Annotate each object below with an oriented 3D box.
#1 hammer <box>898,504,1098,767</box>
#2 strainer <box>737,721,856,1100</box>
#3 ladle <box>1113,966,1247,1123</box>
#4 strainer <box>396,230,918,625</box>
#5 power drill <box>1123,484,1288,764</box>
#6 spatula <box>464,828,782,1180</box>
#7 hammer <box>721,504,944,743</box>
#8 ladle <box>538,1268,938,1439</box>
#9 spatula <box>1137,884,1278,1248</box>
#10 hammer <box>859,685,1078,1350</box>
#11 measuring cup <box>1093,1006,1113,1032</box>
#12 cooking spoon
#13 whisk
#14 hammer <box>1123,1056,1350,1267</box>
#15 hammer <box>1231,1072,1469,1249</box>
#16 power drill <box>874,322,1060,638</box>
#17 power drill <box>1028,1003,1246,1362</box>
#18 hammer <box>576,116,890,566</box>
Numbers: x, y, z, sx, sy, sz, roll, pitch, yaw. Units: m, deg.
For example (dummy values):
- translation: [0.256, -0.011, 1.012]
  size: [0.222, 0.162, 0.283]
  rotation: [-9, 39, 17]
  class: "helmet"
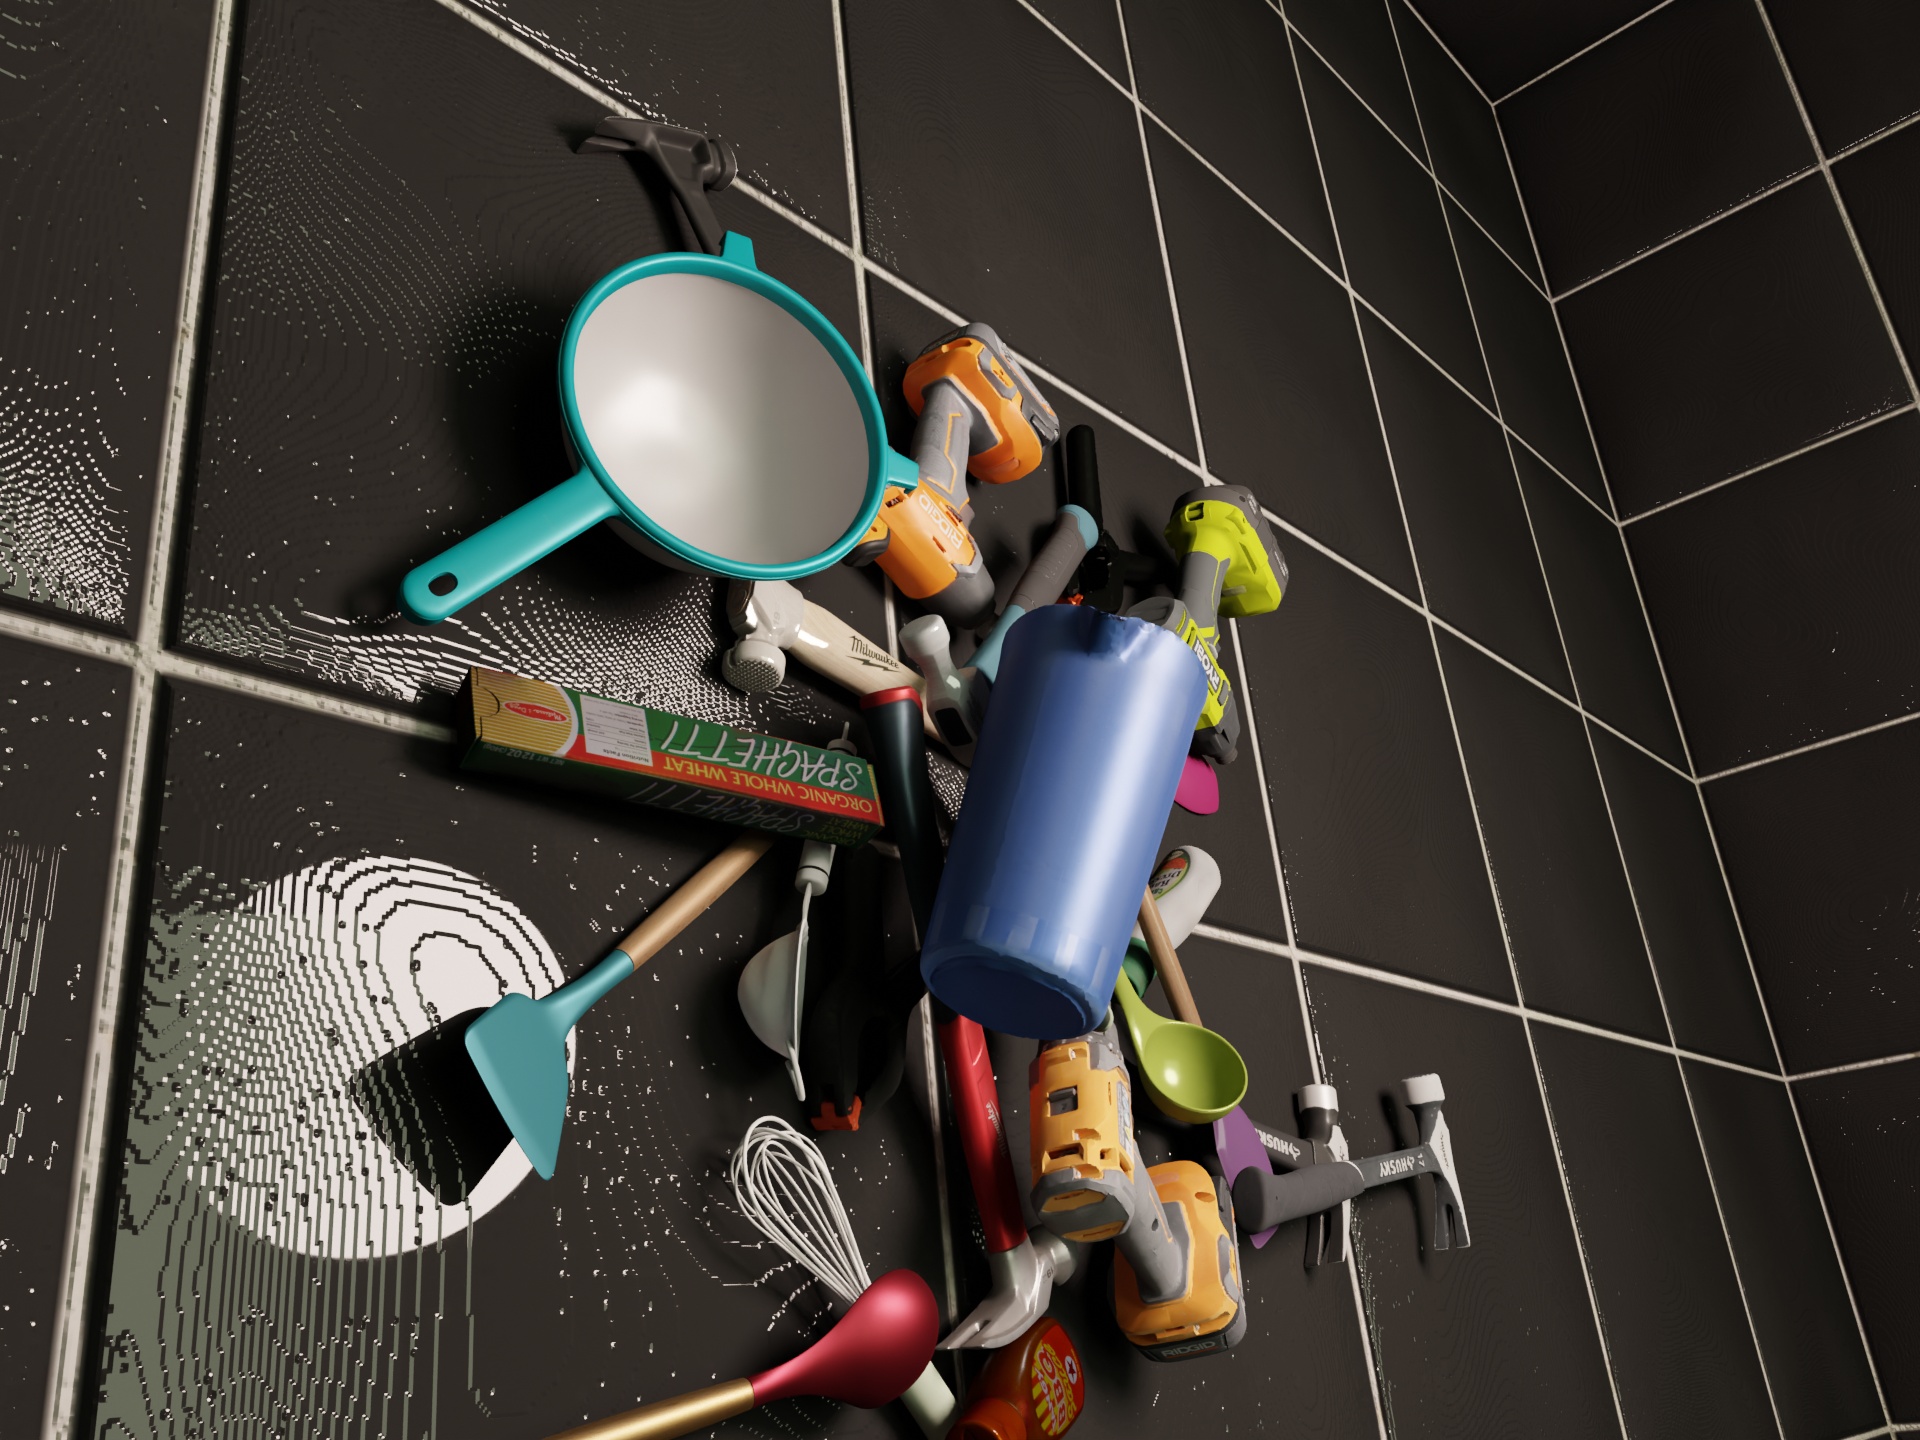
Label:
- translation: [0.044, -0.077, 1.125]
  size: [0.128, 0.033, 0.331]
  rotation: [67, 28, -21]
  class: "hammer"
- translation: [-0.091, 0.102, 0.938]
  size: [0.050, 0.086, 0.259]
  rotation: [9, 51, 1]
  class: "strainer"
- translation: [0.097, 0.140, 1.097]
  size: [0.078, 0.062, 0.320]
  rotation: [-38, 99, -47]
  class: "ladle"
- translation: [-0.194, -0.134, 0.924]
  size: [0.340, 0.095, 0.211]
  rotation: [-41, 97, -37]
  class: "strainer"
- translation: [0.218, -0.085, 1.394]
  size: [0.171, 0.080, 0.223]
  rotation: [56, 41, -33]
  class: "power drill"
- translation: [-0.158, 0.116, 0.854]
  size: [0.317, 0.044, 0.082]
  rotation: [-45, 115, -54]
  class: "spatula"
- translation: [-0.002, -0.004, 1.129]
  size: [0.410, 0.038, 0.146]
  rotation: [34, 45, -37]
  class: "hammer"
- translation: [-0.124, 0.326, 0.757]
  size: [0.315, 0.031, 0.069]
  rotation: [0, 90, -42]
  class: "ladle"
- translation: [0.173, 0.232, 1.163]
  size: [0.060, 0.018, 0.316]
  rotation: [-26, 95, -51]
  class: "spatula"
- translation: [-0.011, 0.171, 0.953]
  size: [0.143, 0.038, 0.386]
  rotation: [-9, 85, -64]
  class: "hammer"
- translation: [0.044, 0.154, 1.005]
  size: [0.038, 0.168, 0.083]
  rotation: [37, 86, -27]
  class: "measuring cup"
- translation: [0.125, 0.000, 1.302]
  size: [0.318, 0.017, 0.069]
  rotation: [31, 48, -40]
  class: "cooking spoon"
- translation: [-0.053, 0.319, 0.873]
  size: [0.246, 0.058, 0.059]
  rotation: [61, 26, -15]
  class: "whisk"
- translation: [0.197, 0.312, 1.204]
  size: [0.334, 0.035, 0.146]
  rotation: [31, 48, -39]
  class: "hammer"
- translation: [0.317, 0.367, 1.266]
  size: [0.408, 0.036, 0.149]
  rotation: [12, 63, -54]
  class: "hammer"
- translation: [-0.001, -0.176, 1.193]
  size: [0.164, 0.084, 0.227]
  rotation: [49, 43, -26]
  class: "power drill"
- translation: [0.107, 0.281, 1.022]
  size: [0.186, 0.084, 0.226]
  rotation: [-87, 153, -50]
  class: "power drill"
- translation: [-0.138, -0.253, 1.063]
  size: [0.127, 0.034, 0.337]
  rotation: [-14, 75, -55]
  class: "hammer"
